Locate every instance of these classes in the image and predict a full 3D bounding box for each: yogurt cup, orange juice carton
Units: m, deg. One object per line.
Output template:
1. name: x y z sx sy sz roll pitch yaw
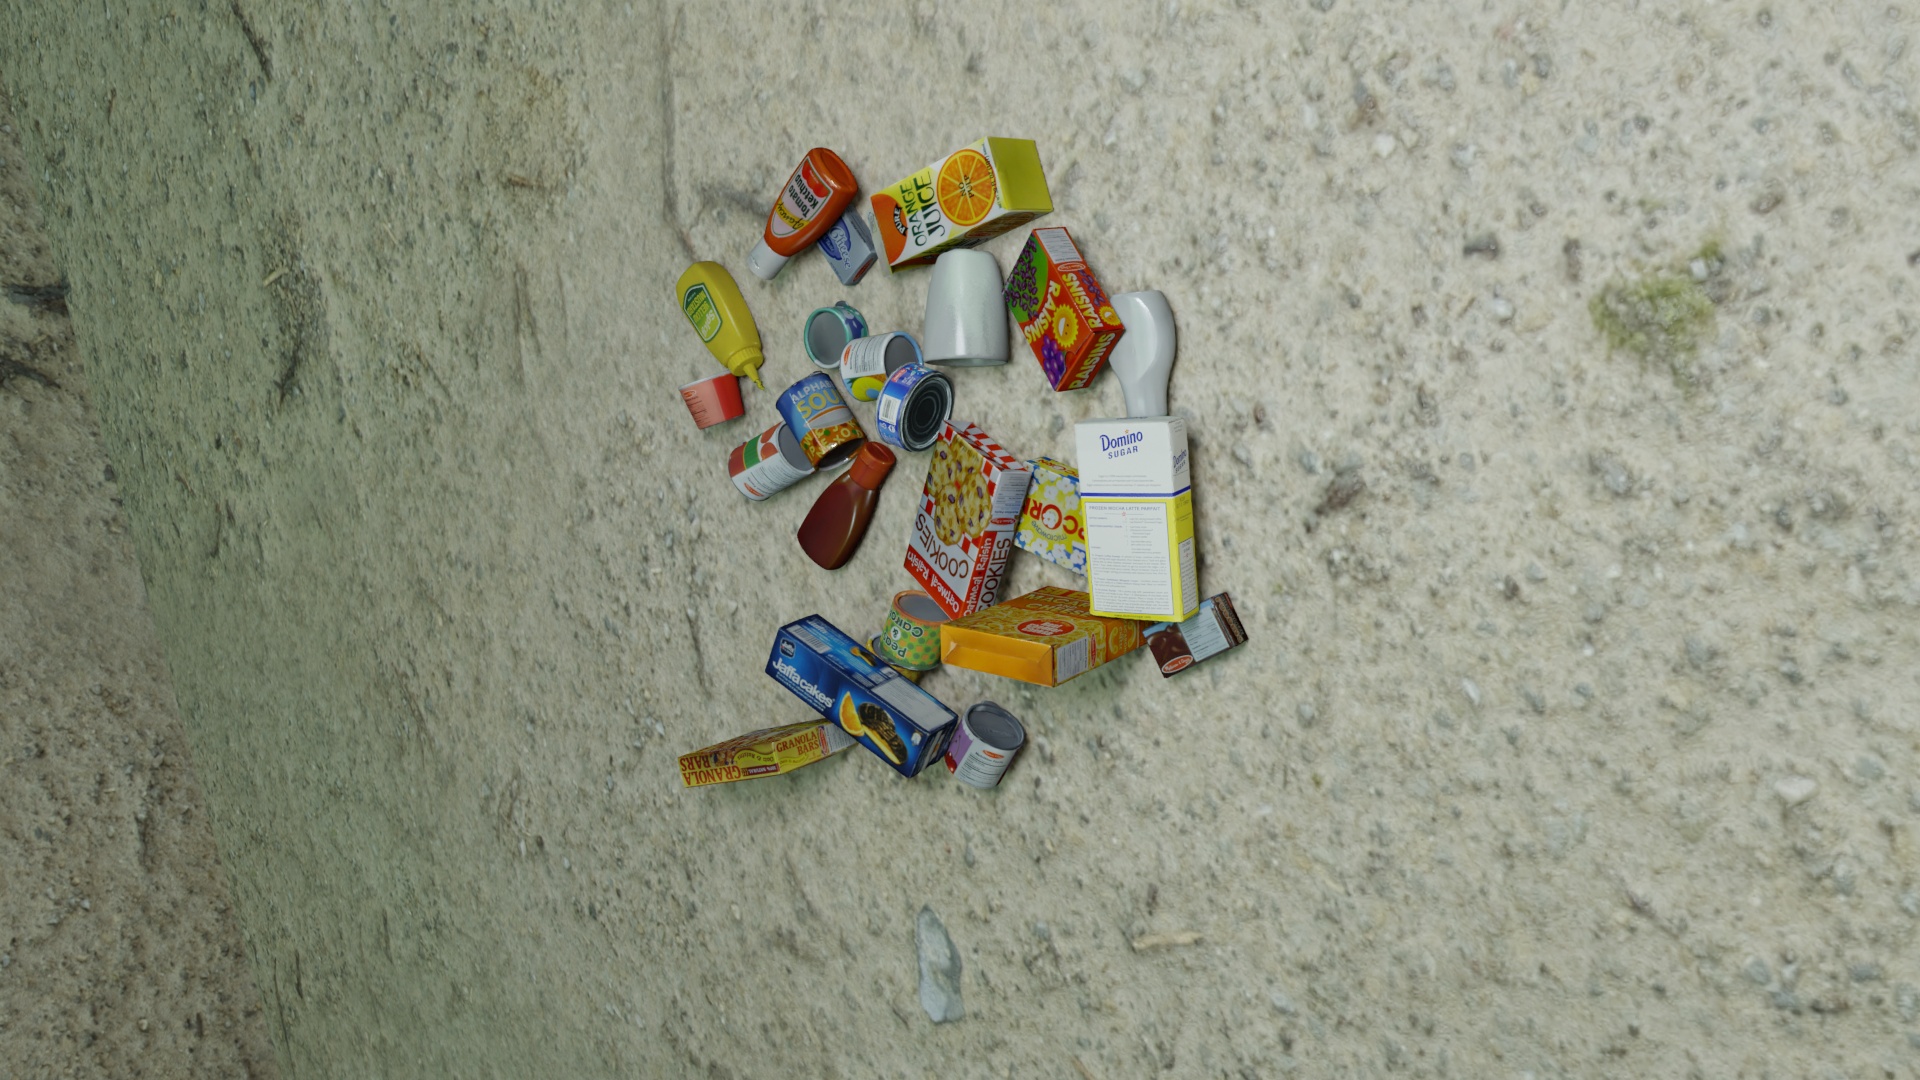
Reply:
1. yogurt cup: -0.278 -0.158 1.565 0.072 0.073 0.054 -12 100 39
2. orange juice carton: -0.015 -0.312 1.317 0.192 0.073 0.072 -15 90 40

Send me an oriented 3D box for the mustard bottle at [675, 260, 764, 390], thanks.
1. mustard bottle: -0.258 -0.234 1.542 0.065 0.049 0.160 -42 73 38

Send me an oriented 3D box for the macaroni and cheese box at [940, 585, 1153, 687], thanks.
1. macaroni and cheese box: 0.081 0.085 1.263 0.124 0.167 0.040 9 106 37

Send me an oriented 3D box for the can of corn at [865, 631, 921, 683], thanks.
1. can of corn: -0.075 0.139 1.462 0.071 0.071 0.058 40 121 26

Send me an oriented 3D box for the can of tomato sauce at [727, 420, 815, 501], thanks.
1. can of tomato sauce: -0.202 -0.090 1.518 0.083 0.071 0.071 -25 84 38

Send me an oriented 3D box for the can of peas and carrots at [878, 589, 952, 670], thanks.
1. can of peas and carrots: -0.047 0.092 1.427 0.071 0.071 0.058 33 117 29

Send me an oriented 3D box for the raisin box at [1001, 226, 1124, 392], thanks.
1. raisin box: 0.090 -0.207 1.247 0.124 0.040 0.085 64 148 24

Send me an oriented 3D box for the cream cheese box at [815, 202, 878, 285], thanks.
1. cream cheese box: -0.126 -0.320 1.435 0.053 0.024 0.104 -43 73 35

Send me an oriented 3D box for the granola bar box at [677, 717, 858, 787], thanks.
1. granola bar box: -0.216 0.237 1.557 0.165 0.124 0.039 -15 89 40

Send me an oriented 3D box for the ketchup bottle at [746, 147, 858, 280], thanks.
1. ketchup bottle: -0.166 -0.328 1.420 0.148 0.044 0.065 -44 73 35

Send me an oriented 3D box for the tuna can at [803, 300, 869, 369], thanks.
1. tuna can: -0.131 -0.215 1.455 0.071 0.033 0.071 9 106 37

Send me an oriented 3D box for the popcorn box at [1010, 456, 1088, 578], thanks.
1. popcorn box: 0.110 -0.018 1.301 0.127 0.038 0.085 25 114 32

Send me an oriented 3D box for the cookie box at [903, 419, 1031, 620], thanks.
1. cookie box: 0.005 -0.017 1.359 0.123 0.040 0.166 45 127 50

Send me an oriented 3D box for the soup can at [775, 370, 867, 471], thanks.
1. soup can: -0.145 -0.125 1.462 0.071 0.071 0.084 -43 73 36

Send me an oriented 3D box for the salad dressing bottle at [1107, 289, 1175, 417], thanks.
1. salad dressing bottle: 0.162 -0.146 1.231 0.064 0.044 0.147 2 102 42

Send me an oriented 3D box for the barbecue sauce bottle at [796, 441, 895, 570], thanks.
1. barbecue sauce bottle: -0.119 -0.039 1.475 0.065 0.044 0.147 47 123 21

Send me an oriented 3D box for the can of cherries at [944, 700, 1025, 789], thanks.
1. can of cherries: 0.024 0.206 1.401 0.071 0.072 0.058 41 122 25

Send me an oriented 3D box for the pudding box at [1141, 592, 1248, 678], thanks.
1. pudding box: 0.210 0.085 1.249 0.083 0.030 0.049 -32 81 38

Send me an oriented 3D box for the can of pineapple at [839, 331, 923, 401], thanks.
1. can of pineapple: -0.078 -0.175 1.402 0.058 0.071 0.071 -3 97 38
